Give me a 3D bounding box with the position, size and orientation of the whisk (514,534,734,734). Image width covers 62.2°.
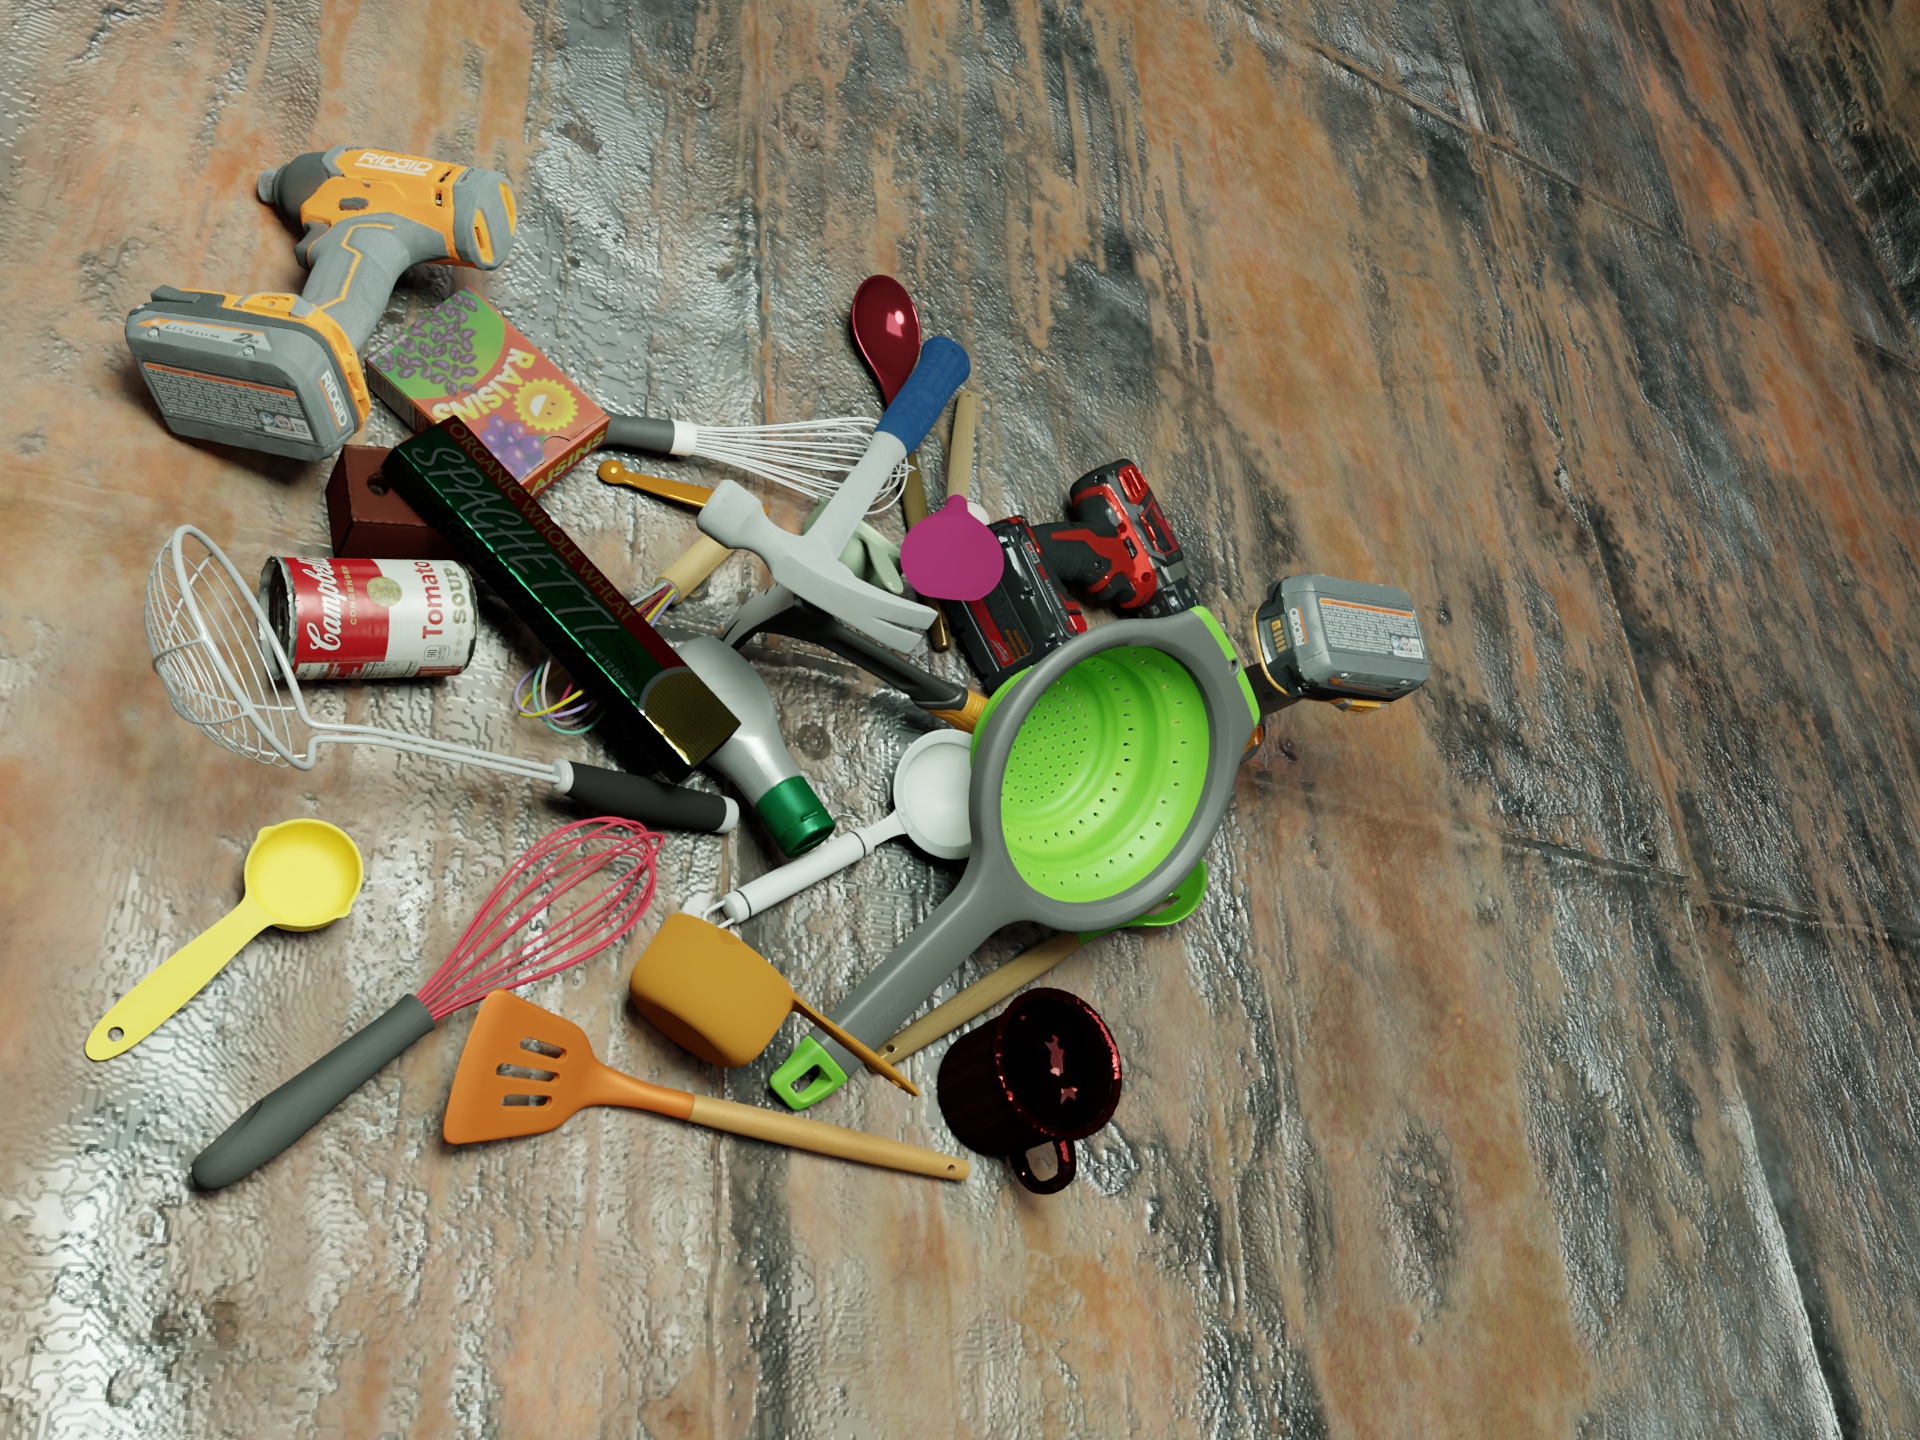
[{"bbox_3d":[-0.195,-0.070,1.009,0.051,0.047,0.245,43,46,-6],"label":"whisk"}]

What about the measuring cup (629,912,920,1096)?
[{"bbox_3d":[-0.107,0.176,0.882,0.174,0.095,0.052,32,63,10],"label":"measuring cup"}]

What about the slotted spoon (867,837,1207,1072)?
[{"bbox_3d":[0.055,0.156,1.065,0.314,0.031,0.070,-26,59,-38],"label":"slotted spoon"}]

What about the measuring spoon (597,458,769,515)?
[{"bbox_3d":[-0.184,-0.156,1.066,0.117,0.011,0.021,13,41,-14],"label":"measuring spoon"}]

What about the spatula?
[{"bbox_3d":[-0.128,0.224,0.892,0.322,0.041,0.081,21,79,-26],"label":"spatula"}]

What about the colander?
[{"bbox_3d":[0.017,0.080,1.005,0.397,0.095,0.204,-43,124,-15],"label":"colander"}]

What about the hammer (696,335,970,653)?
[{"bbox_3d":[-0.046,-0.175,1.059,0.144,0.035,0.406,35,31,-8],"label":"hammer"}]

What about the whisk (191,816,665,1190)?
[{"bbox_3d":[-0.267,0.140,0.832,0.073,0.073,0.296,51,53,-1],"label":"whisk"}]

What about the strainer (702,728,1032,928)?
[{"bbox_3d":[-0.060,0.074,1.024,0.258,0.050,0.087,-26,94,-35],"label":"strainer"}]

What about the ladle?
[{"bbox_3d":[-0.039,-0.196,1.197,0.069,0.031,0.316,8,63,-40],"label":"ladle"}]

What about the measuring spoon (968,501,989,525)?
[{"bbox_3d":[0.032,-0.114,1.205,0.034,0.018,0.124,-24,81,-41],"label":"measuring spoon"}]

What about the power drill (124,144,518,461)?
[{"bbox_3d":[-0.385,-0.261,0.940,0.164,0.084,0.227,12,52,11],"label":"power drill"}]

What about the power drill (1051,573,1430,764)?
[{"bbox_3d":[0.189,-0.025,1.126,0.185,0.226,0.084,5,68,-35],"label":"power drill"}]

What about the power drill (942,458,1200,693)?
[{"bbox_3d":[0.102,-0.089,1.199,0.226,0.080,0.188,-28,91,-47],"label":"power drill"}]

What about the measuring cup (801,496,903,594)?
[{"bbox_3d":[-0.066,-0.101,1.061,0.083,0.038,0.168,33,12,-22],"label":"measuring cup"}]

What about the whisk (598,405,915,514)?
[{"bbox_3d":[-0.161,-0.189,1.091,0.284,0.070,0.070,3,63,-29],"label":"whisk"}]

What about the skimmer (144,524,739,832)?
[{"bbox_3d":[-0.253,-0.003,0.852,0.363,0.090,0.127,18,29,-42],"label":"skimmer"}]

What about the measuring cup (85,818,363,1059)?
[{"bbox_3d":[-0.371,0.113,0.802,0.062,0.029,0.156,46,60,-5],"label":"measuring cup"}]

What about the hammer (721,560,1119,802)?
[{"bbox_3d":[-0.002,-0.003,1.083,0.336,0.127,0.034,29,54,-32],"label":"hammer"}]

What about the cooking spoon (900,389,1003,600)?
[{"bbox_3d":[-0.001,-0.167,1.141,0.068,0.017,0.319,6,35,-2],"label":"cooking spoon"}]
